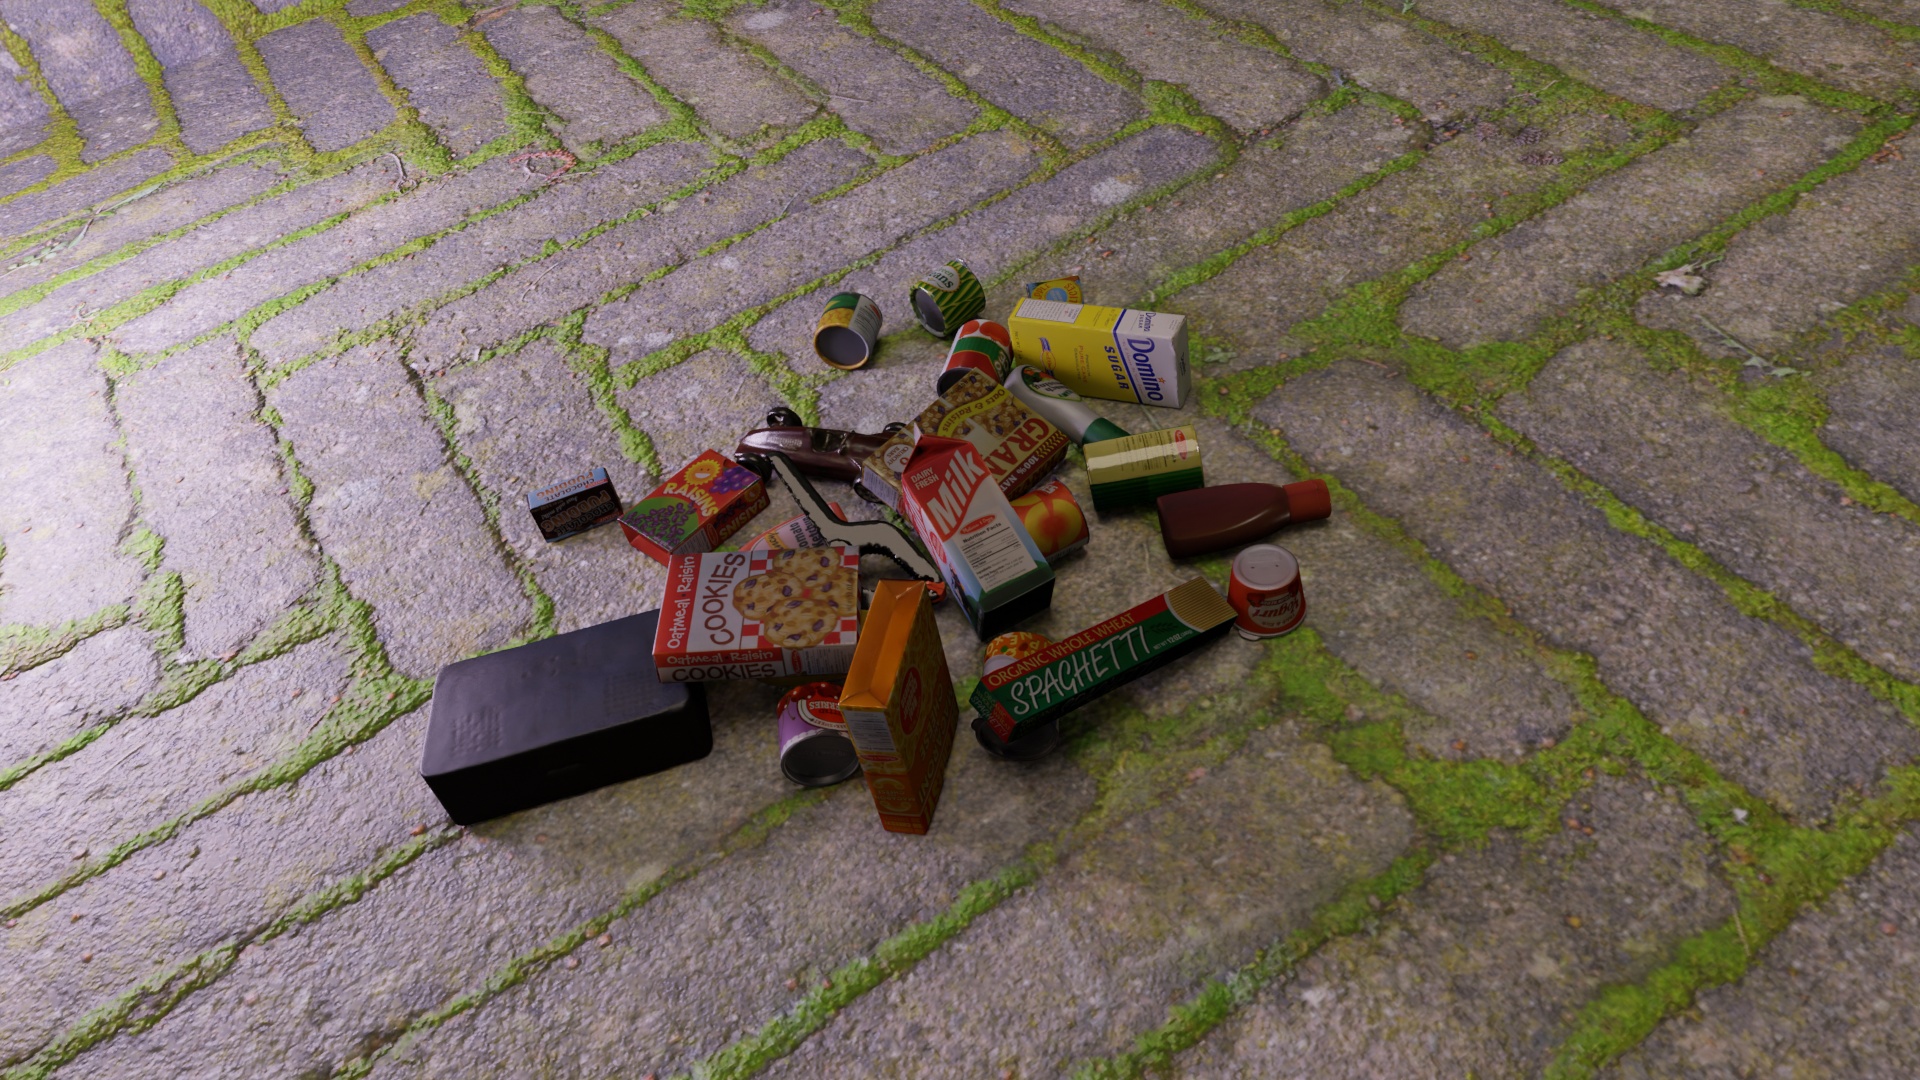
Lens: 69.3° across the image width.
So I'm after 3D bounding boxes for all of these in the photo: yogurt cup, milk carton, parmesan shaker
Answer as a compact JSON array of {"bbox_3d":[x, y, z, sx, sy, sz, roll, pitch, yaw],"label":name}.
[{"bbox_3d":[0.258,0.040,1.173,0.072,0.053,0.073,-7,44,7],"label":"yogurt cup"},{"bbox_3d":[0.004,-0.015,1.231,0.073,0.072,0.191,-26,68,-12],"label":"milk carton"},{"bbox_3d":[0.170,-0.069,1.294,0.103,0.071,0.072,-10,44,5],"label":"parmesan shaker"}]

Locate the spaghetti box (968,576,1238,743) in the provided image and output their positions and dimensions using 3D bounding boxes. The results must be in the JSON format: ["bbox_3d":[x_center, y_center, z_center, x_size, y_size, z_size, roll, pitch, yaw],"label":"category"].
[{"bbox_3d":[0.120,0.092,1.114,0.251,0.028,0.050,-21,56,-33],"label":"spaghetti box"}]

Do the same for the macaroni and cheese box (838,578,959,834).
[{"bbox_3d":[-0.043,0.130,1.074,0.040,0.165,0.124,2,47,15],"label":"macaroni and cheese box"}]

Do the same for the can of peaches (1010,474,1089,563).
[{"bbox_3d":[0.075,-0.016,1.262,0.058,0.071,0.071,-27,46,-12],"label":"can of peaches"}]

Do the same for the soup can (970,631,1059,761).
[{"bbox_3d":[0.046,0.125,1.127,0.071,0.071,0.084,-4,44,10],"label":"soup can"}]

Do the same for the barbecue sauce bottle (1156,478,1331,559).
[{"bbox_3d":[0.255,-0.025,1.246,0.148,0.043,0.065,-11,44,2],"label":"barbecue sauce bottle"}]

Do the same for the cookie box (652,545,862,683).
[{"bbox_3d":[-0.169,0.062,1.180,0.167,0.040,0.123,-3,41,0],"label":"cookie box"}]

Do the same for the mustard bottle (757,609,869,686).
[{"bbox_3d":[-0.103,0.090,1.213,0.160,0.048,0.066,-5,46,8],"label":"mustard bottle"}]

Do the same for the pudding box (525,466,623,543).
[{"bbox_3d":[-0.391,-0.036,1.408,0.084,0.049,0.030,-20,43,-8],"label":"pudding box"}]

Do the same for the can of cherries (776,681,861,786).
[{"bbox_3d":[-0.115,0.156,1.134,0.071,0.071,0.059,-14,43,0],"label":"can of cherries"}]

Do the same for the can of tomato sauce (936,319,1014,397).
[{"bbox_3d":[0.019,-0.179,1.441,0.071,0.070,0.083,3,46,17],"label":"can of tomato sauce"}]

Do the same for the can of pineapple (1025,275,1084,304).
[{"bbox_3d":[0.103,-0.248,1.487,0.058,0.070,0.071,-10,44,4],"label":"can of pineapple"}]

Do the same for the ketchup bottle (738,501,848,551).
[{"bbox_3d":[-0.173,0.018,1.306,0.149,0.043,0.065,-22,53,-8],"label":"ketchup bottle"}]

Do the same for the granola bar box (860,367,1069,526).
[{"bbox_3d":[0.006,-0.078,1.334,0.124,0.039,0.166,39,62,16],"label":"granola bar box"}]

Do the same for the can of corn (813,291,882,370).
[{"bbox_3d":[-0.126,-0.229,1.528,0.071,0.070,0.058,0,46,14],"label":"can of corn"}]

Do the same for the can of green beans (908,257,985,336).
[{"bbox_3d":[-0.015,-0.268,1.538,0.058,0.071,0.071,-37,49,-21],"label":"can of green beans"}]

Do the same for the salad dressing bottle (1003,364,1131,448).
[{"bbox_3d":[0.107,-0.123,1.375,0.064,0.043,0.148,-11,39,-46],"label":"salad dressing bottle"}]

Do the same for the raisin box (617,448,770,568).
[{"bbox_3d":[-0.264,-0.030,1.379,0.086,0.040,0.124,27,56,35],"label":"raisin box"}]
